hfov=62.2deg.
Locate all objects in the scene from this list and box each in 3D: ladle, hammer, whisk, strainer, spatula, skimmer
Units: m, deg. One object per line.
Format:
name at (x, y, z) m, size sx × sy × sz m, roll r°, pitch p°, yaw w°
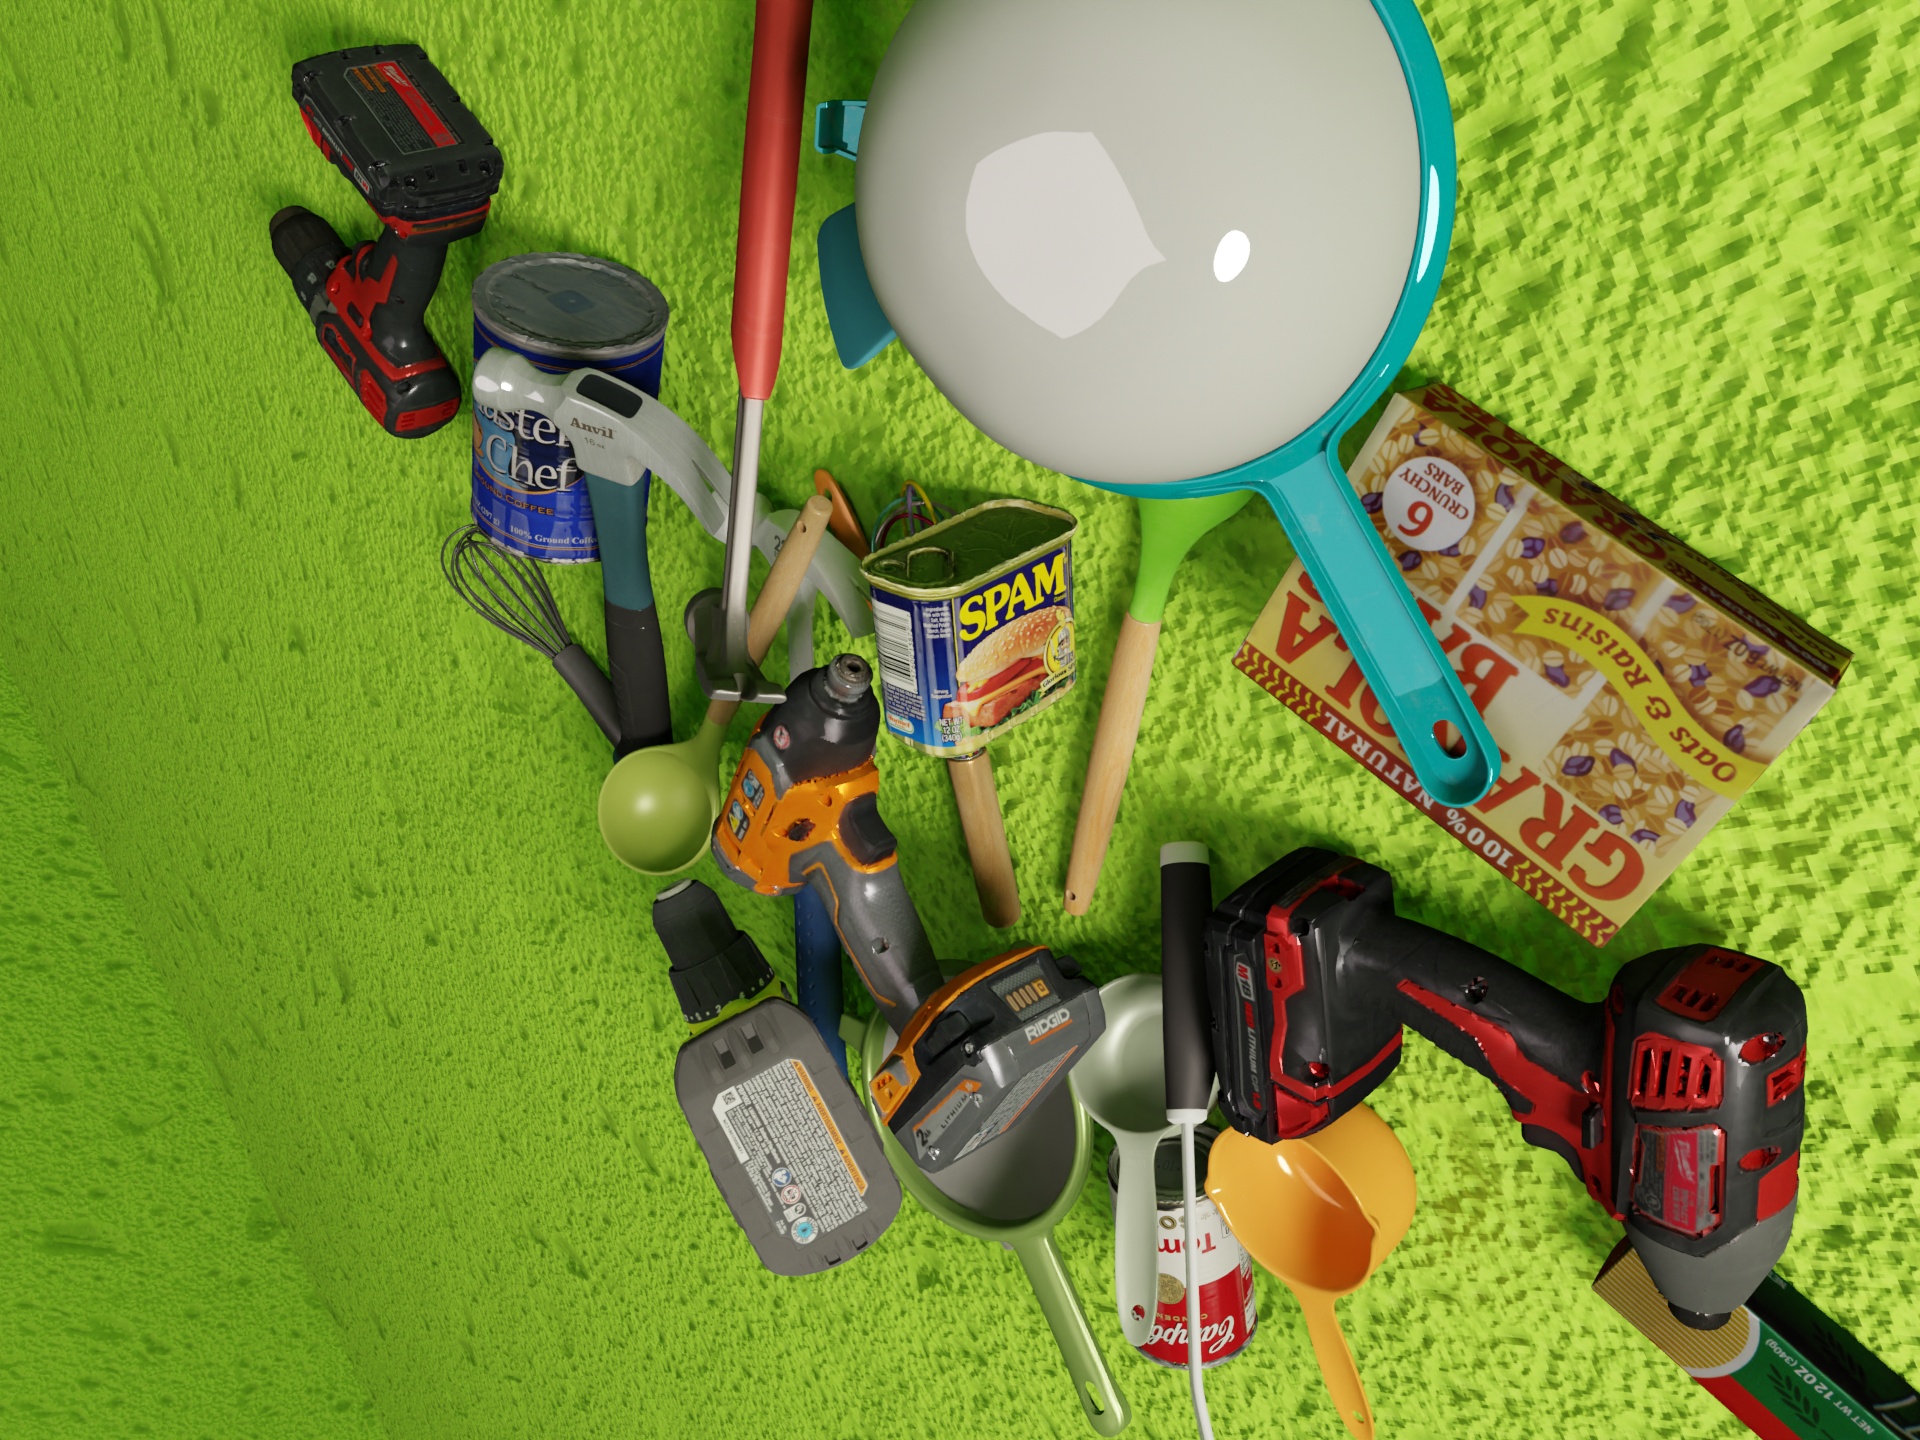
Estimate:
ladle at (-0.133, -0.012, 0.861) m, size 0.078 × 0.062 × 0.320 m, roll 48°, pitch 141°, yaw 10°
hammer at (-0.186, -0.062, 0.890) m, size 0.128 × 0.033 × 0.330 m, roll 19°, pitch 145°, yaw 7°
whisk at (-0.001, -0.002, 0.795) m, size 0.047 × 0.051 × 0.244 m, roll 7°, pitch 119°, yaw 39°
strainer at (0.072, -0.107, 0.511) m, size 0.211 × 0.095 × 0.340 m, roll -28°, pitch 94°, yaw 40°
spatula at (0.034, -0.250, 0.554) m, size 0.317 × 0.044 × 0.082 m, roll -48°, pitch 46°, yaw 48°
hammer at (-0.086, -0.190, 0.690) m, size 0.149 × 0.036 × 0.359 m, roll -137°, pitch 52°, yaw -70°
skimmer at (0.069, 0.230, 0.678) m, size 0.127 × 0.090 × 0.363 m, roll 112°, pitch 160°, yaw -73°
whisk at (-0.264, -0.041, 1.059) m, size 0.239 × 0.055 × 0.055 m, roll 48°, pitch 139°, yaw 12°
hammer at (-0.084, 0.071, 0.924) m, size 0.144 × 0.035 × 0.405 m, roll 32°, pitch 134°, yaw 41°
strainer at (0.044, 0.242, 0.845) m, size 0.151 × 0.069 × 0.256 m, roll -29°, pitch 80°, yaw 38°

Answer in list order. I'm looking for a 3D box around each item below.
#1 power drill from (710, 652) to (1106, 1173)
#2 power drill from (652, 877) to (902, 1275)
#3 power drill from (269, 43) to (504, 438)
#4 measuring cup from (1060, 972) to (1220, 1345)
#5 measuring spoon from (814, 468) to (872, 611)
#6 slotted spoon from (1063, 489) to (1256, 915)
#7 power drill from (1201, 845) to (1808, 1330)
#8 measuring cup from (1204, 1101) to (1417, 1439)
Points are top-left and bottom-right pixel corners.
power drill at (-0.032, 0.084, 0.765) m, size 0.227 × 0.084 × 0.164 m, roll 53°, pitch 141°, yaw 21°
power drill at (-0.112, 0.188, 0.876) m, size 0.190 × 0.080 × 0.228 m, roll 64°, pitch 170°, yaw -9°
power drill at (-0.375, -0.312, 1.005) m, size 0.188 × 0.080 × 0.226 m, roll 52°, pitch 143°, yaw 13°
measuring cup at (0.091, 0.205, 0.752) m, size 0.083 × 0.038 × 0.168 m, roll -6°, pitch 72°, yaw 29°
measuring spoon at (-0.053, -0.076, 0.831) m, size 0.021 × 0.011 × 0.117 m, roll -16°, pitch 99°, yaw 50°
slotted spoon at (0.078, -0.025, 0.706) m, size 0.070 × 0.031 × 0.313 m, roll 36°, pitch 135°, yaw 29°
power drill at (0.204, 0.136, 0.609) m, size 0.220 × 0.078 × 0.143 m, roll 14°, pitch 121°, yaw 46°
measuring cup at (0.176, 0.248, 0.735) m, size 0.095 × 0.052 × 0.173 m, roll -3°, pitch 111°, yaw 48°
